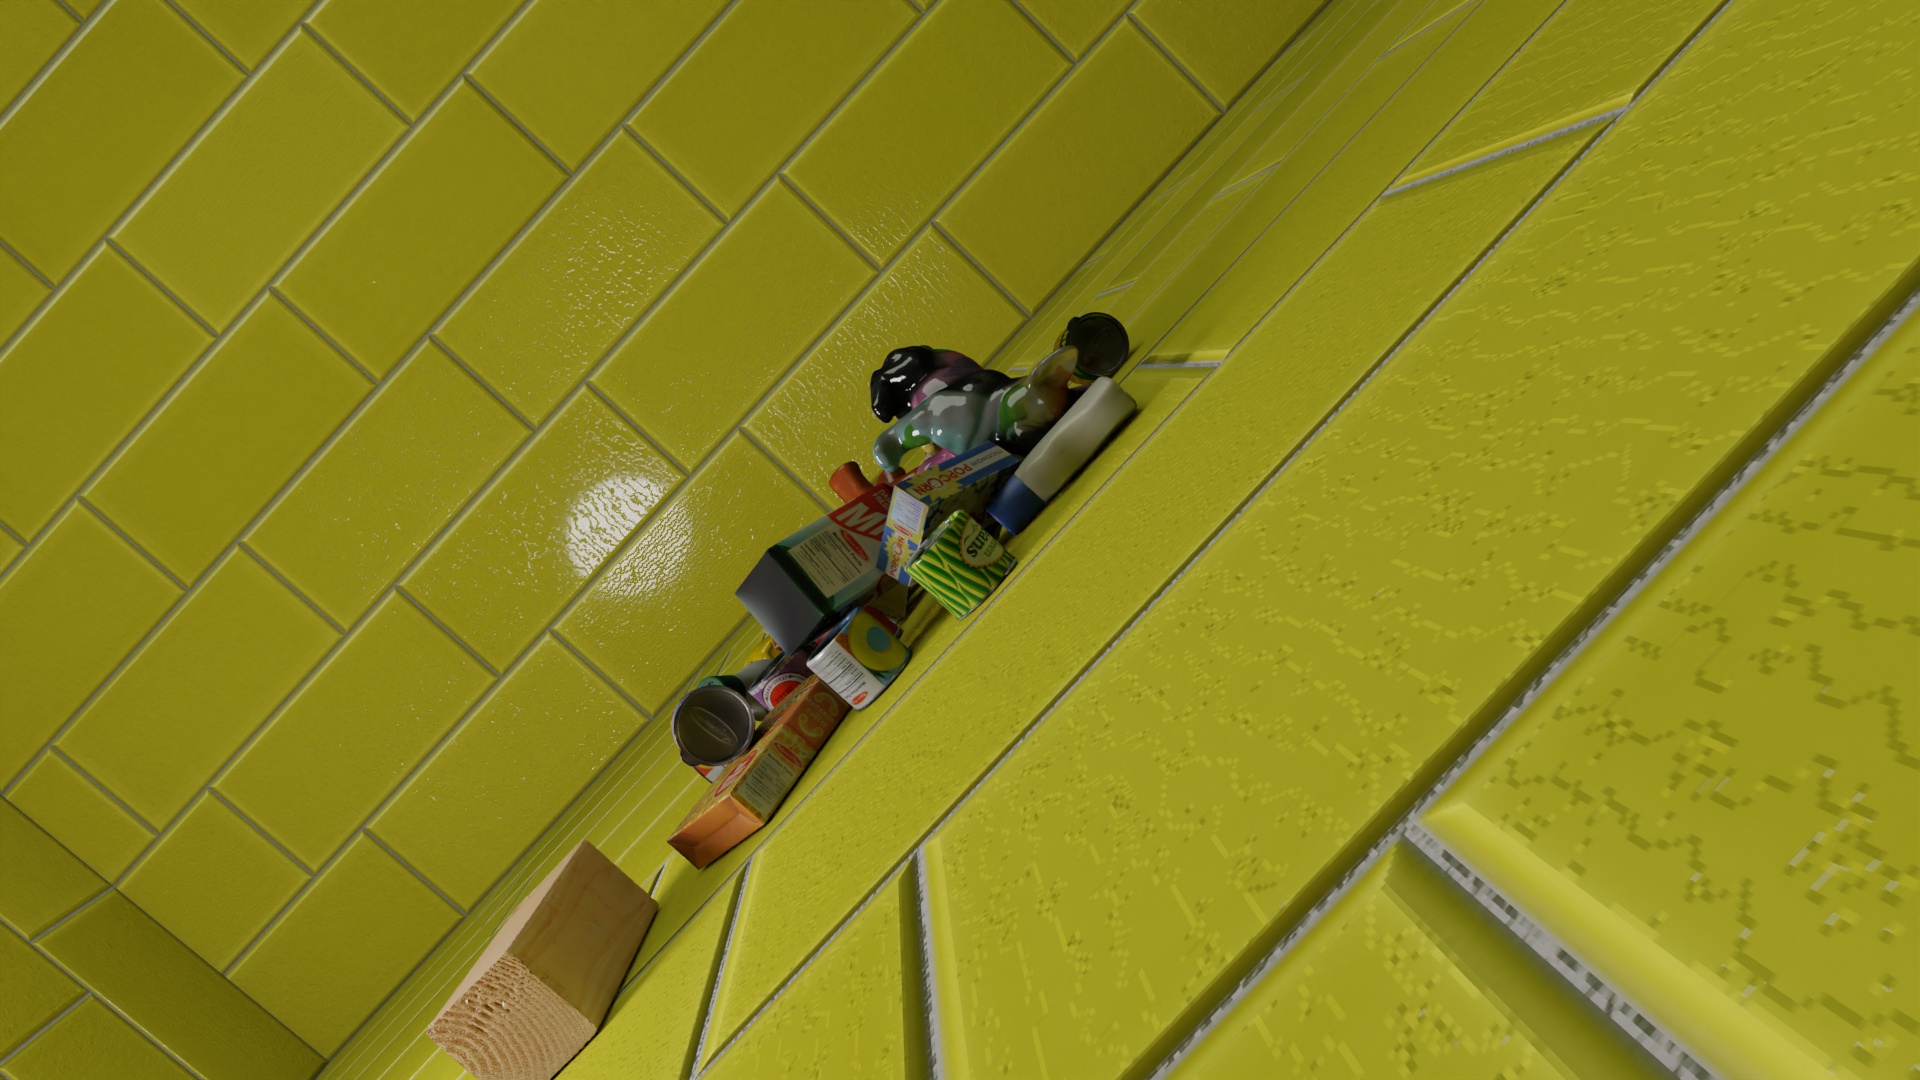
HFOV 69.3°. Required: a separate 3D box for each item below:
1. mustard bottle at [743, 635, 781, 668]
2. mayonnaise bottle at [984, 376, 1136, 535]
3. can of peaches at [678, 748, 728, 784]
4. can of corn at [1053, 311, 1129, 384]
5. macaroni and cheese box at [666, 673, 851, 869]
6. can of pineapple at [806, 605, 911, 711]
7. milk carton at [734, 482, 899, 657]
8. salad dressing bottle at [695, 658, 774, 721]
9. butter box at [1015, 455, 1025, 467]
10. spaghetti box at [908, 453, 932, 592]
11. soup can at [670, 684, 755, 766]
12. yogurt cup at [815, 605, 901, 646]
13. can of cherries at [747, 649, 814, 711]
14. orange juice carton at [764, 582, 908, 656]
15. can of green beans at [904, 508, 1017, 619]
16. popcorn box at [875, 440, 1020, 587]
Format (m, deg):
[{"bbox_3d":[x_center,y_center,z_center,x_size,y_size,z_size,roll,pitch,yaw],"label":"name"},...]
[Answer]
[{"bbox_3d":[-0.220,0.155,1.606,0.049,0.065,0.159,-45,-1,-29],"label":"mustard bottle"},{"bbox_3d":[0.082,-0.070,1.149,0.148,0.041,0.065,-48,6,3],"label":"mayonnaise bottle"},{"bbox_3d":[-0.242,0.206,1.402,0.058,0.071,0.071,-46,7,-2],"label":"can of peaches"},{"bbox_3d":[0.133,-0.200,1.446,0.071,0.071,0.058,-48,6,-12],"label":"can of corn"},{"bbox_3d":[-0.162,0.186,1.166,0.123,0.040,0.167,-39,10,44],"label":"macaroni and cheese box"},{"bbox_3d":[-0.082,0.094,1.130,0.071,0.058,0.071,-46,7,7],"label":"can of pineapple"},{"bbox_3d":[-0.093,0.015,1.187,0.191,0.073,0.072,-34,-10,-45],"label":"milk carton"},{"bbox_3d":[-0.212,0.152,1.396,0.148,0.044,0.064,8,-92,-68],"label":"salad dressing bottle"},{"bbox_3d":[0.049,-0.066,1.382,0.104,0.024,0.053,-50,8,-23],"label":"butter box"},{"bbox_3d":[-0.031,-0.054,1.429,0.050,0.029,0.250,161,130,-76],"label":"spaghetti box"},{"bbox_3d":[-0.213,0.158,1.179,0.071,0.071,0.083,-49,6,-15],"label":"soup can"},{"bbox_3d":[-0.095,0.088,1.260,0.072,0.054,0.072,-46,8,8],"label":"yogurt cup"},{"bbox_3d":[-0.163,0.142,1.345,0.071,0.058,0.071,-45,7,7],"label":"can of cherries"},{"bbox_3d":[-0.125,0.068,1.374,0.191,0.072,0.073,-40,36,50],"label":"orange juice carton"},{"bbox_3d":[-0.001,0.018,1.076,0.071,0.058,0.071,-46,7,8],"label":"can of green beans"},{"bbox_3d":[-0.009,-0.023,1.157,0.127,0.038,0.084,-28,-37,-45],"label":"popcorn box"}]
